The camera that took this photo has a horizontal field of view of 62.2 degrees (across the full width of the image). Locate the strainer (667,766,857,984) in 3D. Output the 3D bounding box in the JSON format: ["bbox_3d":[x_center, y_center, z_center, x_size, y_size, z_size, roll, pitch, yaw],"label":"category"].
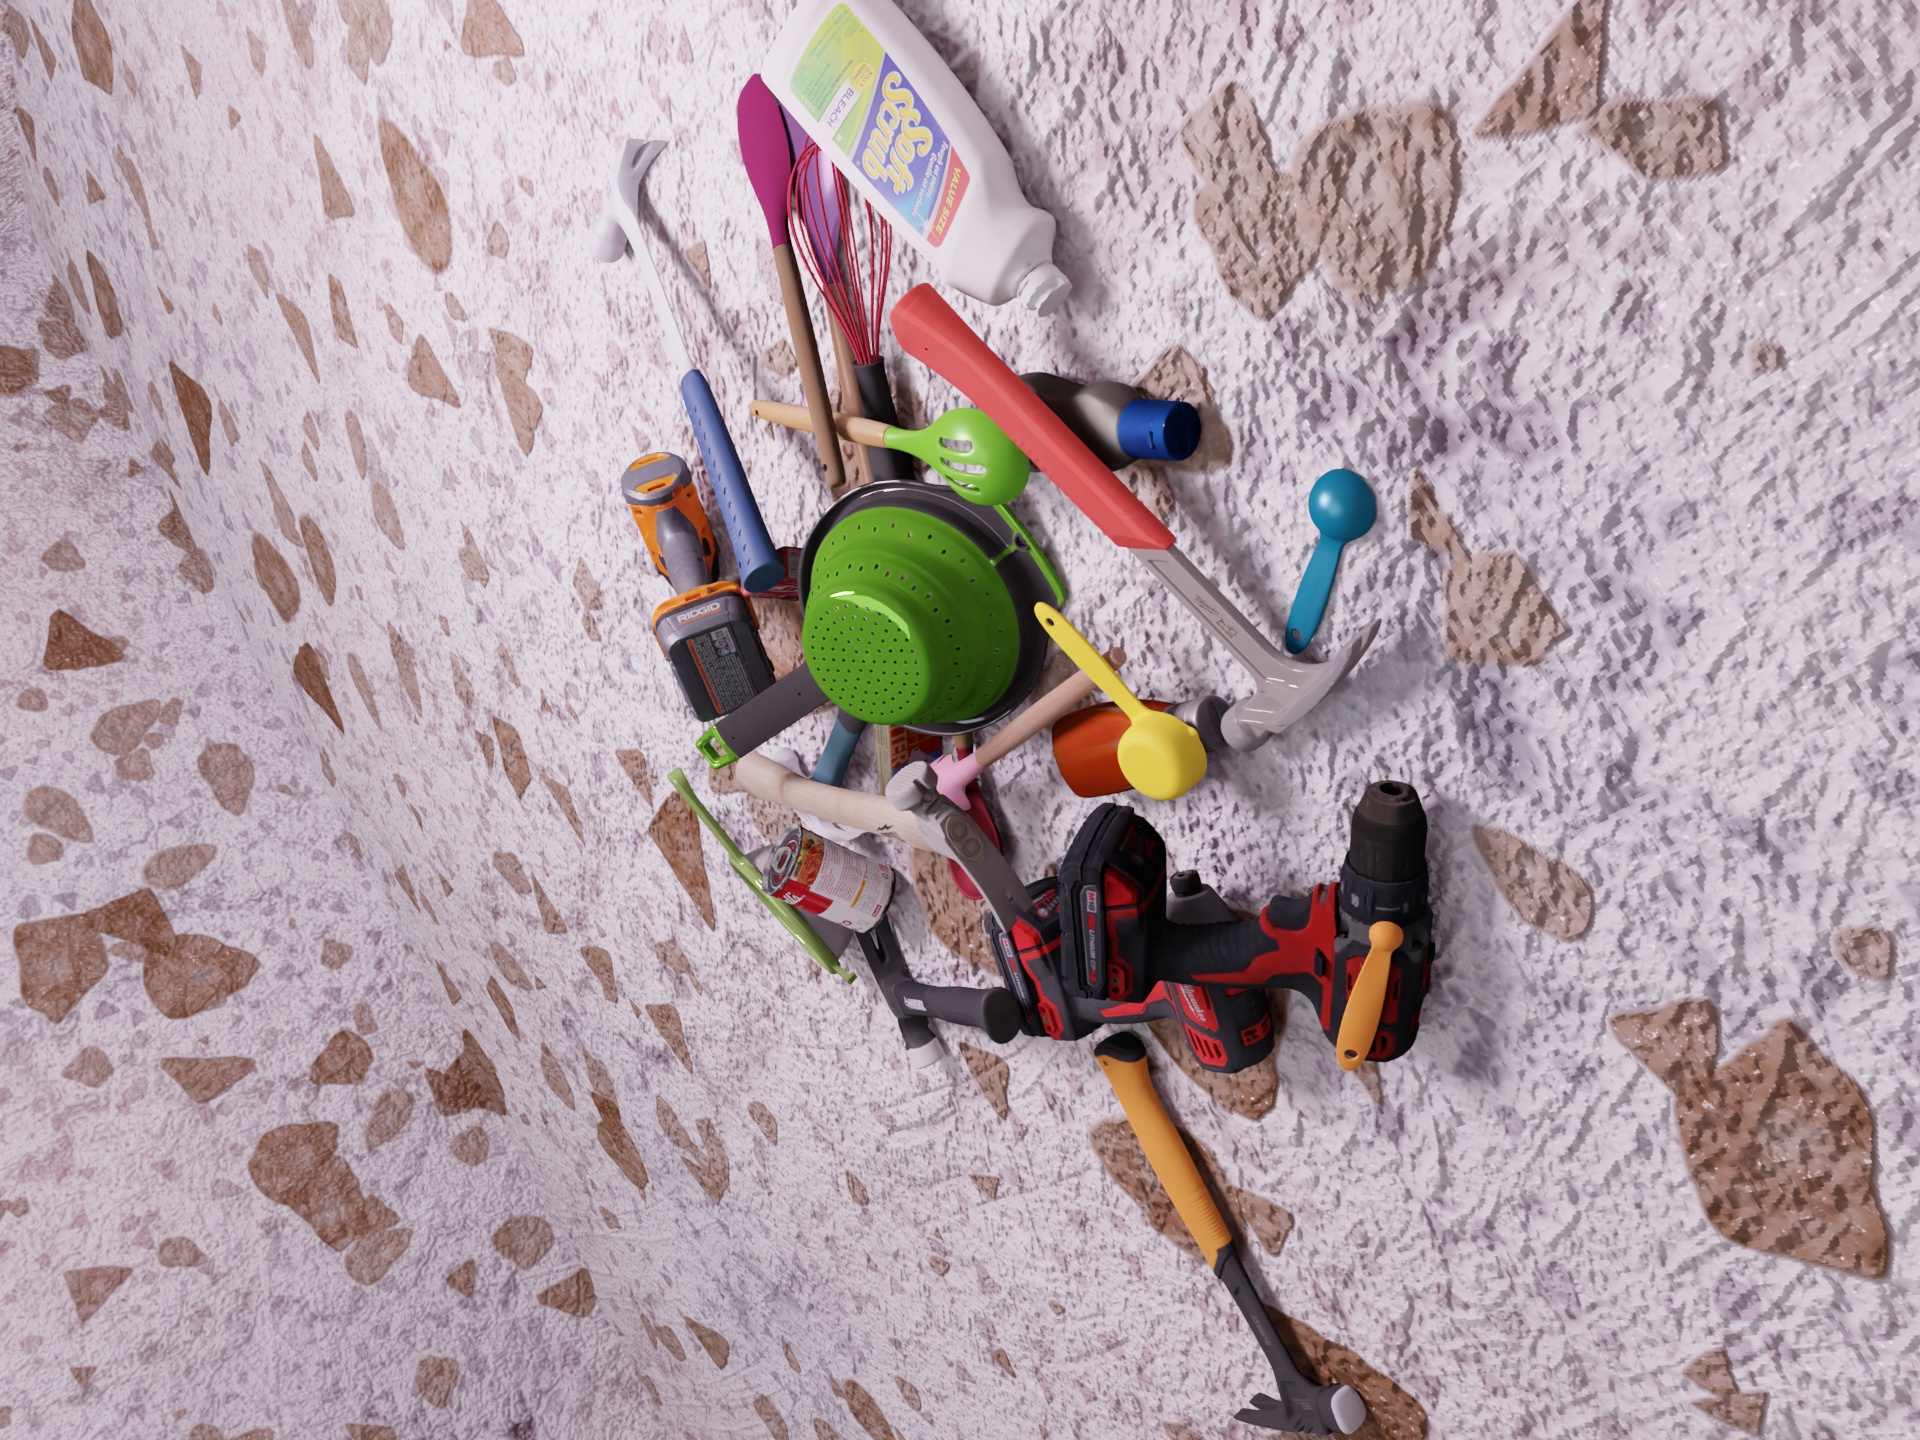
[{"bbox_3d":[-0.174,0.126,1.487,0.256,0.069,0.152,55,166,-25],"label":"strainer"}]

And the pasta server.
[{"bbox_3d":[0.036,0.016,1.160,0.316,0.040,0.060,-39,68,53],"label":"pasta server"}]

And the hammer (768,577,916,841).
[{"bbox_3d":[-0.092,-0.008,1.369,0.128,0.033,0.330,51,144,20],"label":"hammer"}]

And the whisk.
[{"bbox_3d":[-0.071,-0.279,1.151,0.073,0.073,0.295,23,135,44],"label":"whisk"}]

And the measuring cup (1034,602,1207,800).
[{"bbox_3d":[0.095,-0.011,1.026,0.156,0.029,0.062,48,144,-1],"label":"measuring cup"}]

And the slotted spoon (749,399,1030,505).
[{"bbox_3d":[-0.065,-0.205,1.146,0.314,0.031,0.070,23,135,47],"label":"slotted spoon"}]

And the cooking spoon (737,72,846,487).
[{"bbox_3d":[-0.125,-0.323,1.166,0.069,0.017,0.319,-26,76,57],"label":"cooking spoon"}]

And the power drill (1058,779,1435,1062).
[{"bbox_3d":[0.180,0.111,0.990,0.227,0.080,0.187,8,121,20],"label":"power drill"}]

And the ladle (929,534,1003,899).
[{"bbox_3d":[-0.002,-0.004,1.258,0.069,0.031,0.315,17,122,48],"label":"ladle"}]

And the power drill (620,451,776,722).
[{"bbox_3d":[-0.229,-0.108,1.393,0.164,0.084,0.227,76,172,-50],"label":"power drill"}]

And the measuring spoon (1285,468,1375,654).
[{"bbox_3d":[0.206,-0.087,0.930,0.042,0.021,0.128,40,138,31],"label":"measuring spoon"}]

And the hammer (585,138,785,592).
[{"bbox_3d":[-0.220,-0.287,1.283,0.144,0.035,0.406,-50,56,52],"label":"hammer"}]

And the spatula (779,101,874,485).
[{"bbox_3d":[-0.090,-0.302,1.192,0.060,0.018,0.315,13,120,48],"label":"spatula"}]

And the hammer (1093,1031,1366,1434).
[{"bbox_3d":[0.192,0.402,1.251,0.127,0.034,0.337,-32,84,55],"label":"hammer"}]

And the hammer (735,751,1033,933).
[{"bbox_3d":[-0.087,0.079,1.310,0.146,0.038,0.411,52,161,-22],"label":"hammer"}]

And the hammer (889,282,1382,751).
[{"bbox_3d":[0.092,-0.140,0.975,0.359,0.037,0.149,47,150,7],"label":"hammer"}]

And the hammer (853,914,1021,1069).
[{"bbox_3d":[-0.017,0.234,1.345,0.146,0.035,0.335,65,162,0],"label":"hammer"}]

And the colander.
[{"bbox_3d":[-0.101,-0.032,1.205,0.397,0.094,0.204,-31,100,40],"label":"colander"}]

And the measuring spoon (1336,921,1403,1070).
[{"bbox_3d":[0.242,0.168,0.948,0.021,0.011,0.116,14,123,12],"label":"measuring spoon"}]

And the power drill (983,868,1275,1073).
[{"bbox_3d":[0.124,0.175,1.164,0.220,0.078,0.143,-4,108,51],"label":"power drill"}]
